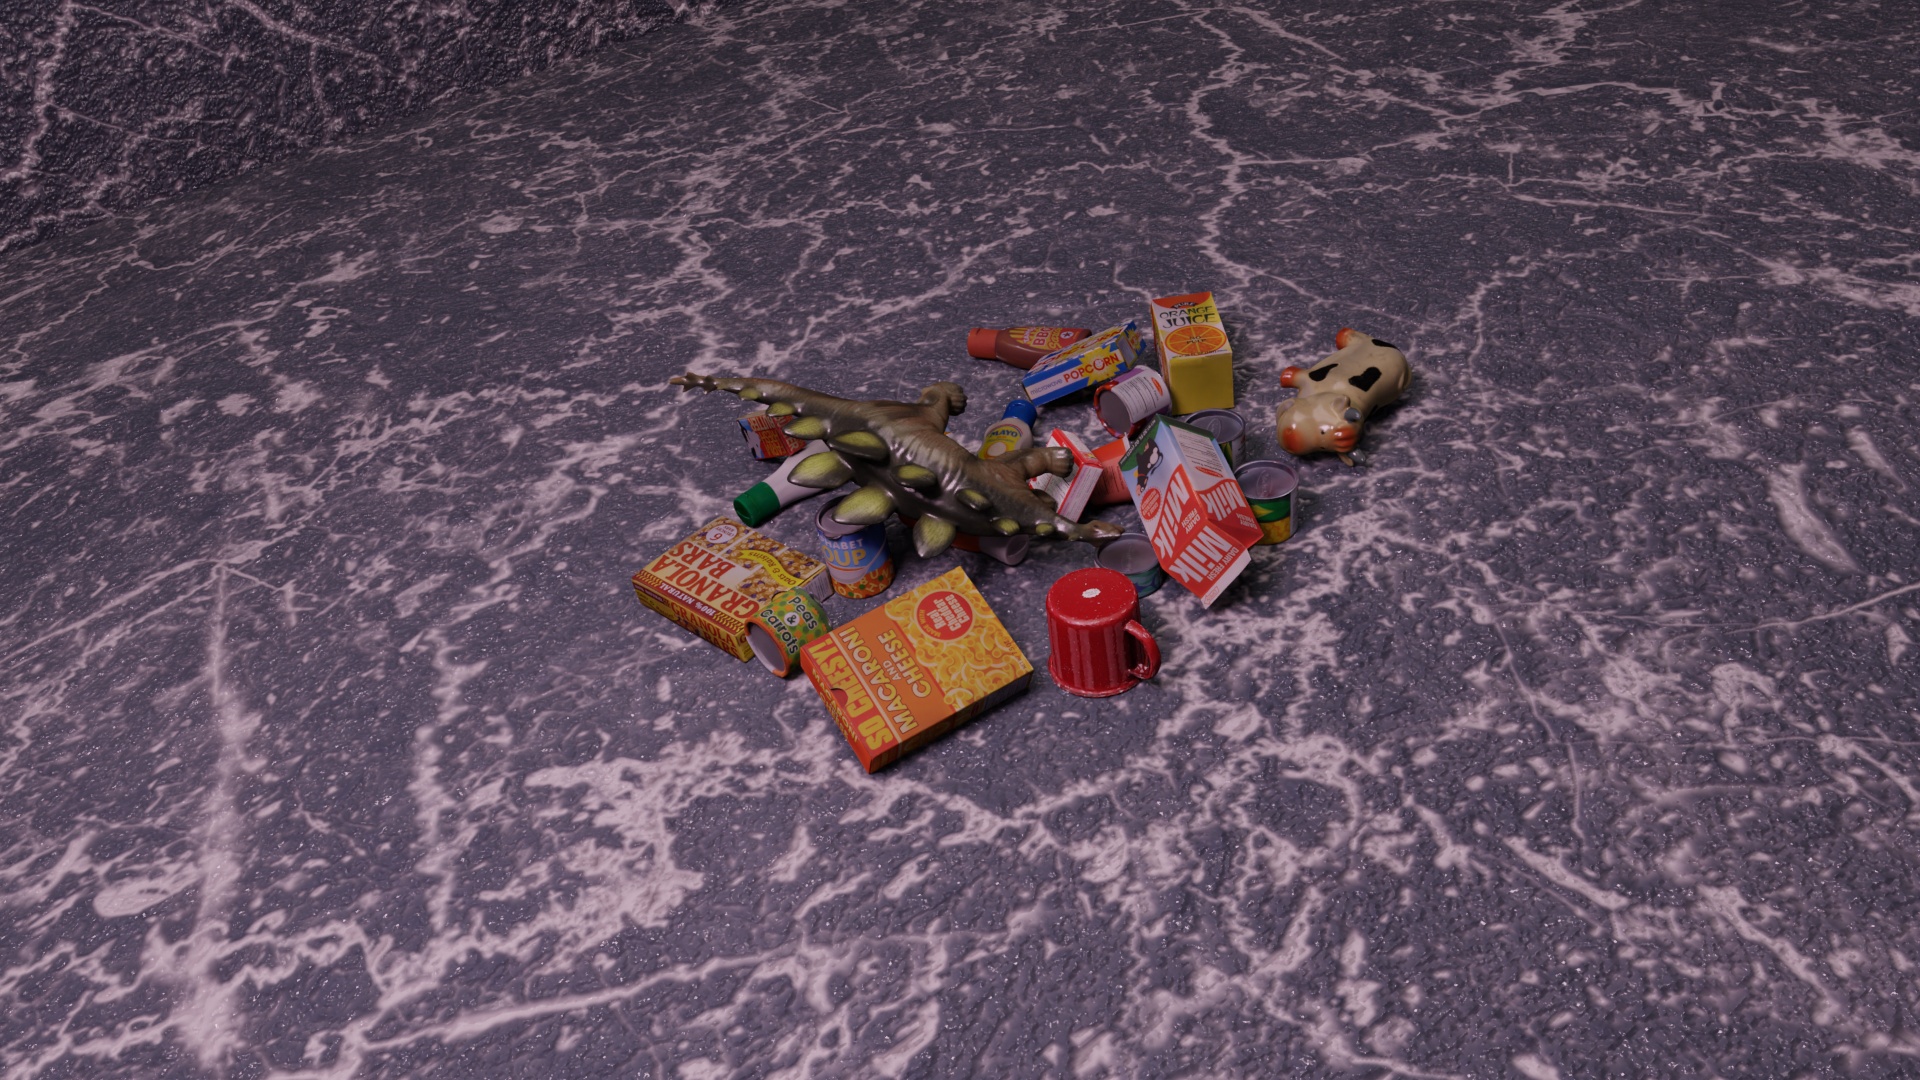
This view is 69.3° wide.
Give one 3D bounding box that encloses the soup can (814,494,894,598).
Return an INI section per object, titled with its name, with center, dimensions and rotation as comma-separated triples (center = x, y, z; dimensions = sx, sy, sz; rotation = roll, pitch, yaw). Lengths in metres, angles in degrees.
[soup can]
center = -0.105, 0.008, 1.375
dimensions = 0.071, 0.083, 0.072
rotation = -7, 37, 5

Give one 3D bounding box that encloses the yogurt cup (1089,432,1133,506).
[yogurt cup]
center = 0.155, -0.068, 1.434
dimensions = 0.054, 0.072, 0.073
rotation = -15, 36, 7

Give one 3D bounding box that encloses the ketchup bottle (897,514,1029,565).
[ketchup bottle]
center = 0.005, -0.018, 1.417
dimensions = 0.065, 0.043, 0.149
rotation = -35, 44, -31

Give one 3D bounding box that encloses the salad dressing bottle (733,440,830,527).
[salad dressing bottle]
center = -0.181, -0.067, 1.525
dimensions = 0.148, 0.043, 0.064
rotation = -35, 38, -28

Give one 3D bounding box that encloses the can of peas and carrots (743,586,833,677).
[can of peas and carrots]
center = -0.160, 0.084, 1.297
dimensions = 0.059, 0.070, 0.071
rotation = -35, 43, -29

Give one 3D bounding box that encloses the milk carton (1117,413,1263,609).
[milk carton]
center = 0.222, -0.027, 1.319
dimensions = 0.073, 0.072, 0.191
rotation = 15, 38, -29

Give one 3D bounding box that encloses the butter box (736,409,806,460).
[butter box]
center = -0.214, -0.121, 1.563
dimensions = 0.024, 0.053, 0.103
rotation = -32, 16, -28

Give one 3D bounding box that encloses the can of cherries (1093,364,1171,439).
[can of cherries]
center = 0.189, -0.151, 1.536
dimensions = 0.058, 0.071, 0.071
rotation = -31, 41, -24

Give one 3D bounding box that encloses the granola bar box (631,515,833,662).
[granola bar box]
center = -0.229, 0.044, 1.392
dimensions = 0.166, 0.038, 0.125
rotation = 23, 48, 36

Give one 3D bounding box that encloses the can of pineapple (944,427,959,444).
[can of pineapple]
center = -0.039, -0.090, 1.503
dimensions = 0.058, 0.070, 0.071
rotation = -29, 41, -24

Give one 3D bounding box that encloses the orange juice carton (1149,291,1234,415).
[orange juice carton]
center = 0.265, -0.229, 1.611
dimensions = 0.072, 0.072, 0.194
rotation = -7, 36, 4

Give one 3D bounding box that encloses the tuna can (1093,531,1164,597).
[tuna can]
center = 0.165, 0.024, 1.333
dimensions = 0.071, 0.032, 0.071
rotation = -6, 37, 5

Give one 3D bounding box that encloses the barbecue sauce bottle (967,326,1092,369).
[barbecue sauce bottle]
center = 0.083, -0.235, 1.685
dimensions = 0.148, 0.043, 0.065
rotation = 8, 41, 23

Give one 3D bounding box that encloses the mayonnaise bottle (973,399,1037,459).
[mayonnaise bottle]
center = 0.049, -0.100, 1.516
dimensions = 0.065, 0.041, 0.149
rotation = 2, 39, 18

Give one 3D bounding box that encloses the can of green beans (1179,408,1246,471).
[can of green beans]
center = 0.264, -0.096, 1.448
dimensions = 0.071, 0.057, 0.071
rotation = -6, 37, 5

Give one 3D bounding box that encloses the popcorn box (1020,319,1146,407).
[popcorn box]
center = 0.140, -0.202, 1.583
dimensions = 0.126, 0.038, 0.085
rotation = -20, 16, 28

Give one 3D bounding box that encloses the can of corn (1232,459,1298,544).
[can of corn]
center = 0.295, -0.038, 1.363
dimensions = 0.071, 0.058, 0.071
rotation = -6, 37, 5

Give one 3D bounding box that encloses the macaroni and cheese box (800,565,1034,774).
[macaroni and cheese box]
center = -0.039, 0.111, 1.222
dimensions = 0.167, 0.040, 0.124
rotation = -26, 64, -21
